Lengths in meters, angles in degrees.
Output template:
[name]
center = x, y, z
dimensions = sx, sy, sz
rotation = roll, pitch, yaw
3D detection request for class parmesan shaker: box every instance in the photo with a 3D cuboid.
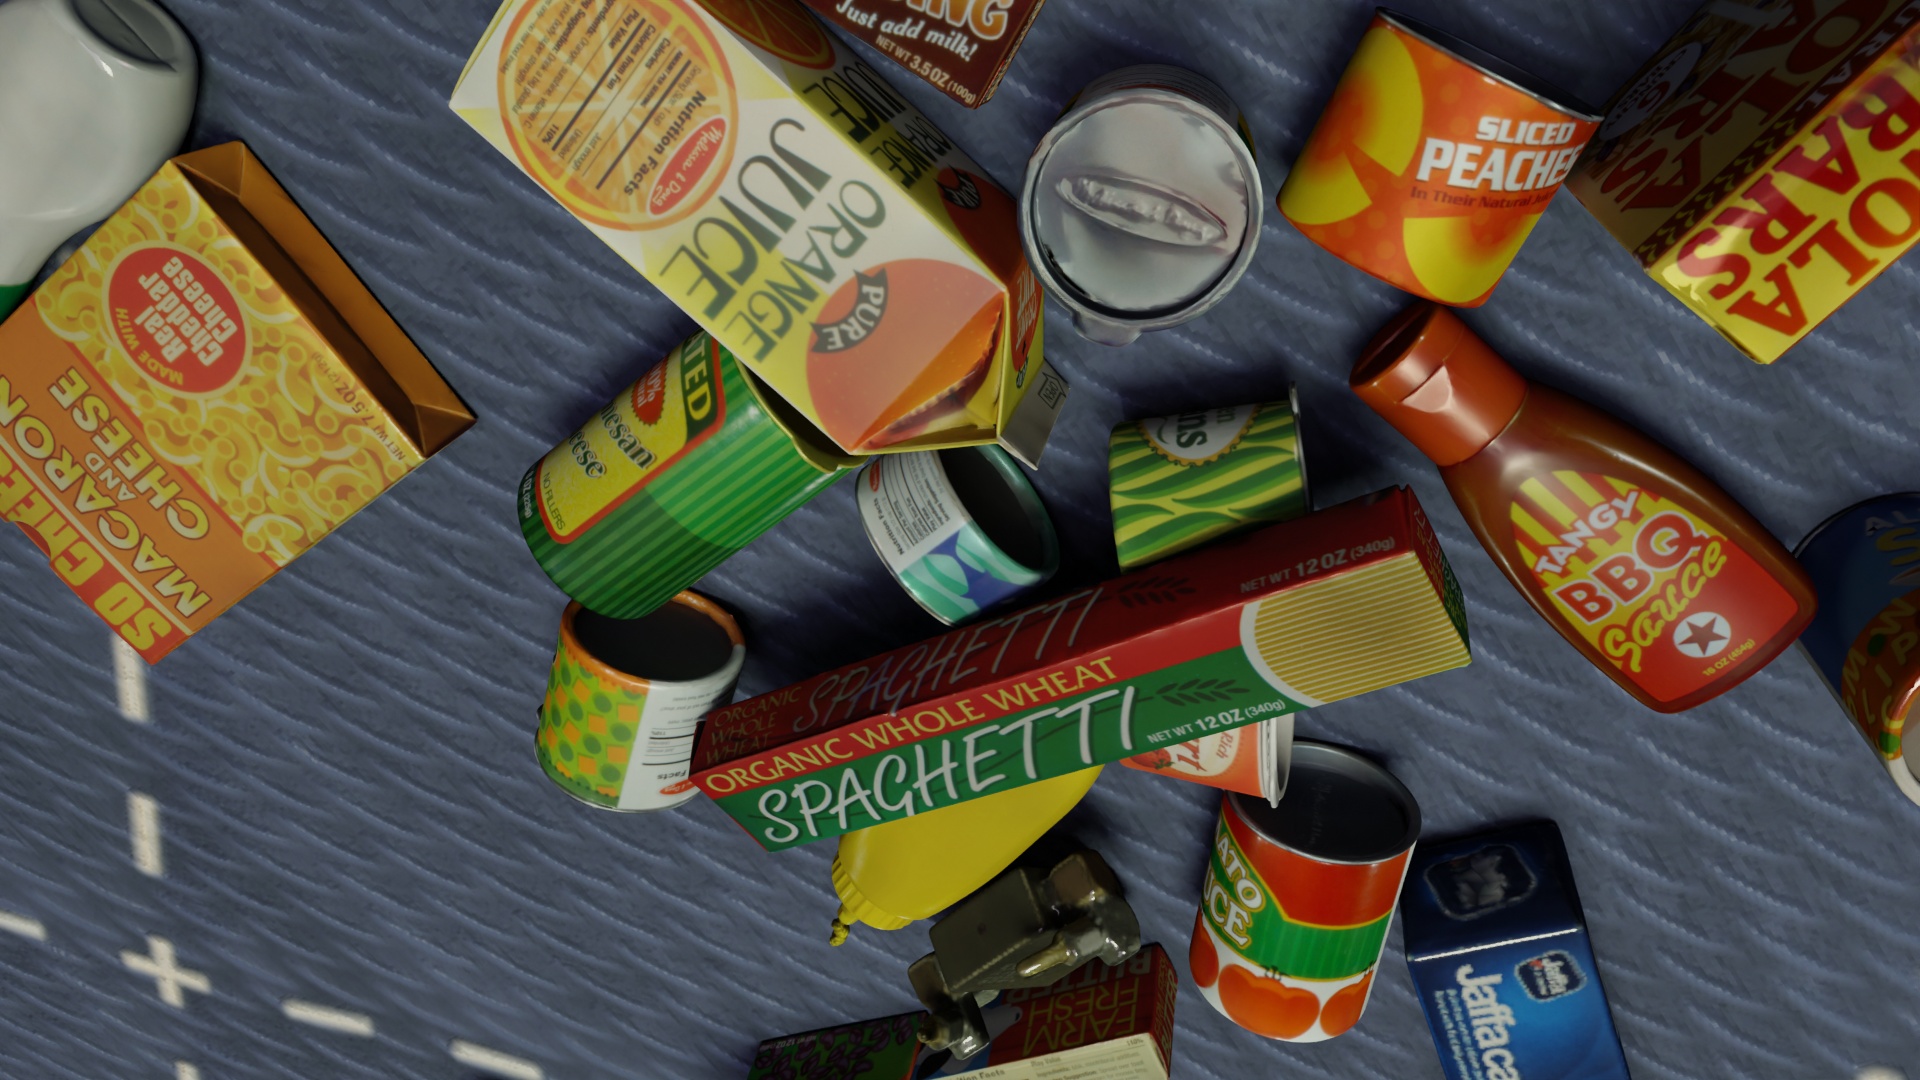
[parmesan shaker]
center = -0.088, -0.024, 0.457
dimensions = 0.103, 0.071, 0.071
rotation = -34, 105, 23

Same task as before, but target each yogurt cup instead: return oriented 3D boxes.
[yogurt cup]
center = 0.082, 0.051, 0.465
dimensions = 0.054, 0.073, 0.072
rotation = 2, 116, 19

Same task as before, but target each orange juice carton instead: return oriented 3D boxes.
[orange juice carton]
center = -0.043, -0.096, 0.413
dimensions = 0.192, 0.072, 0.072
rotation = 41, 116, -9

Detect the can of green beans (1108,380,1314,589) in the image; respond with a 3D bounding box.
[can of green beans]
center = 0.081, -0.009, 0.434
dimensions = 0.058, 0.071, 0.071
rotation = -7, 114, 15

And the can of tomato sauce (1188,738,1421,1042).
[can of tomato sauce]
center = 0.117, 0.123, 0.491
dimensions = 0.071, 0.071, 0.082
rotation = 9, 118, 7

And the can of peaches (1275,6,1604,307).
[can of peaches]
center = 0.129, -0.103, 0.377
dimensions = 0.071, 0.071, 0.057
rotation = 25, 119, -2

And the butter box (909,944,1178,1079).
[butter box]
center = 0.034, 0.196, 0.550
dimensions = 0.103, 0.053, 0.024
rotation = -20, 108, 19

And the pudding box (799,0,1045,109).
[pudding box]
center = -0.017, -0.167, 0.397
dimensions = 0.084, 0.030, 0.049
rotation = 32, 116, -5

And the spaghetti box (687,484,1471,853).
[spaghetti box]
center = 0.025, 0.047, 0.428
dimensions = 0.249, 0.029, 0.050
rotation = -20, 127, 25

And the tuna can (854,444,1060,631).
[tuna can]
center = 0.002, -0.006, 0.453
dimensions = 0.032, 0.071, 0.071
rotation = -36, 104, 23

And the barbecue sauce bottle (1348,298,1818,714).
[barbecue sauce bottle]
center = 0.185, -0.013, 0.425
dimensions = 0.148, 0.044, 0.064
rotation = 39, 118, -8

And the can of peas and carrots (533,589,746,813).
[can of peas and carrots]
center = -0.118, 0.054, 0.504
dimensions = 0.071, 0.071, 0.058
rotation = 20, 117, 1

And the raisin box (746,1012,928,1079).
[raisin box]
center = -0.056, 0.254, 0.556
dimensions = 0.086, 0.124, 0.040
rotation = -16, 111, 18

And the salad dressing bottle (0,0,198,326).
[salad dressing bottle]
center = -0.316, -0.123, 0.470
dimensions = 0.147, 0.044, 0.064
rotation = -37, 104, 25

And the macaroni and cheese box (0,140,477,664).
[macaroni and cheese box]
center = -0.279, -0.044, 0.502
dimensions = 0.166, 0.040, 0.123
rotation = -31, 106, 22

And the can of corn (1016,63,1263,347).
[can of corn]
center = 0.052, -0.098, 0.401
dimensions = 0.071, 0.058, 0.070
rotation = 4, 116, 9

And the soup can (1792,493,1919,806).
[soup can]
center = 0.289, 0.031, 0.403
dimensions = 0.071, 0.084, 0.071
rotation = 4, 116, 9

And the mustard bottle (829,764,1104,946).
[mustard bottle]
center = -0.007, 0.099, 0.513
dimensions = 0.065, 0.049, 0.159
rotation = 39, 117, -1

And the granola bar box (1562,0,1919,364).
[granola bar box]
center = 0.222, -0.127, 0.317
dimensions = 0.039, 0.125, 0.165
rotation = 39, 117, -7
